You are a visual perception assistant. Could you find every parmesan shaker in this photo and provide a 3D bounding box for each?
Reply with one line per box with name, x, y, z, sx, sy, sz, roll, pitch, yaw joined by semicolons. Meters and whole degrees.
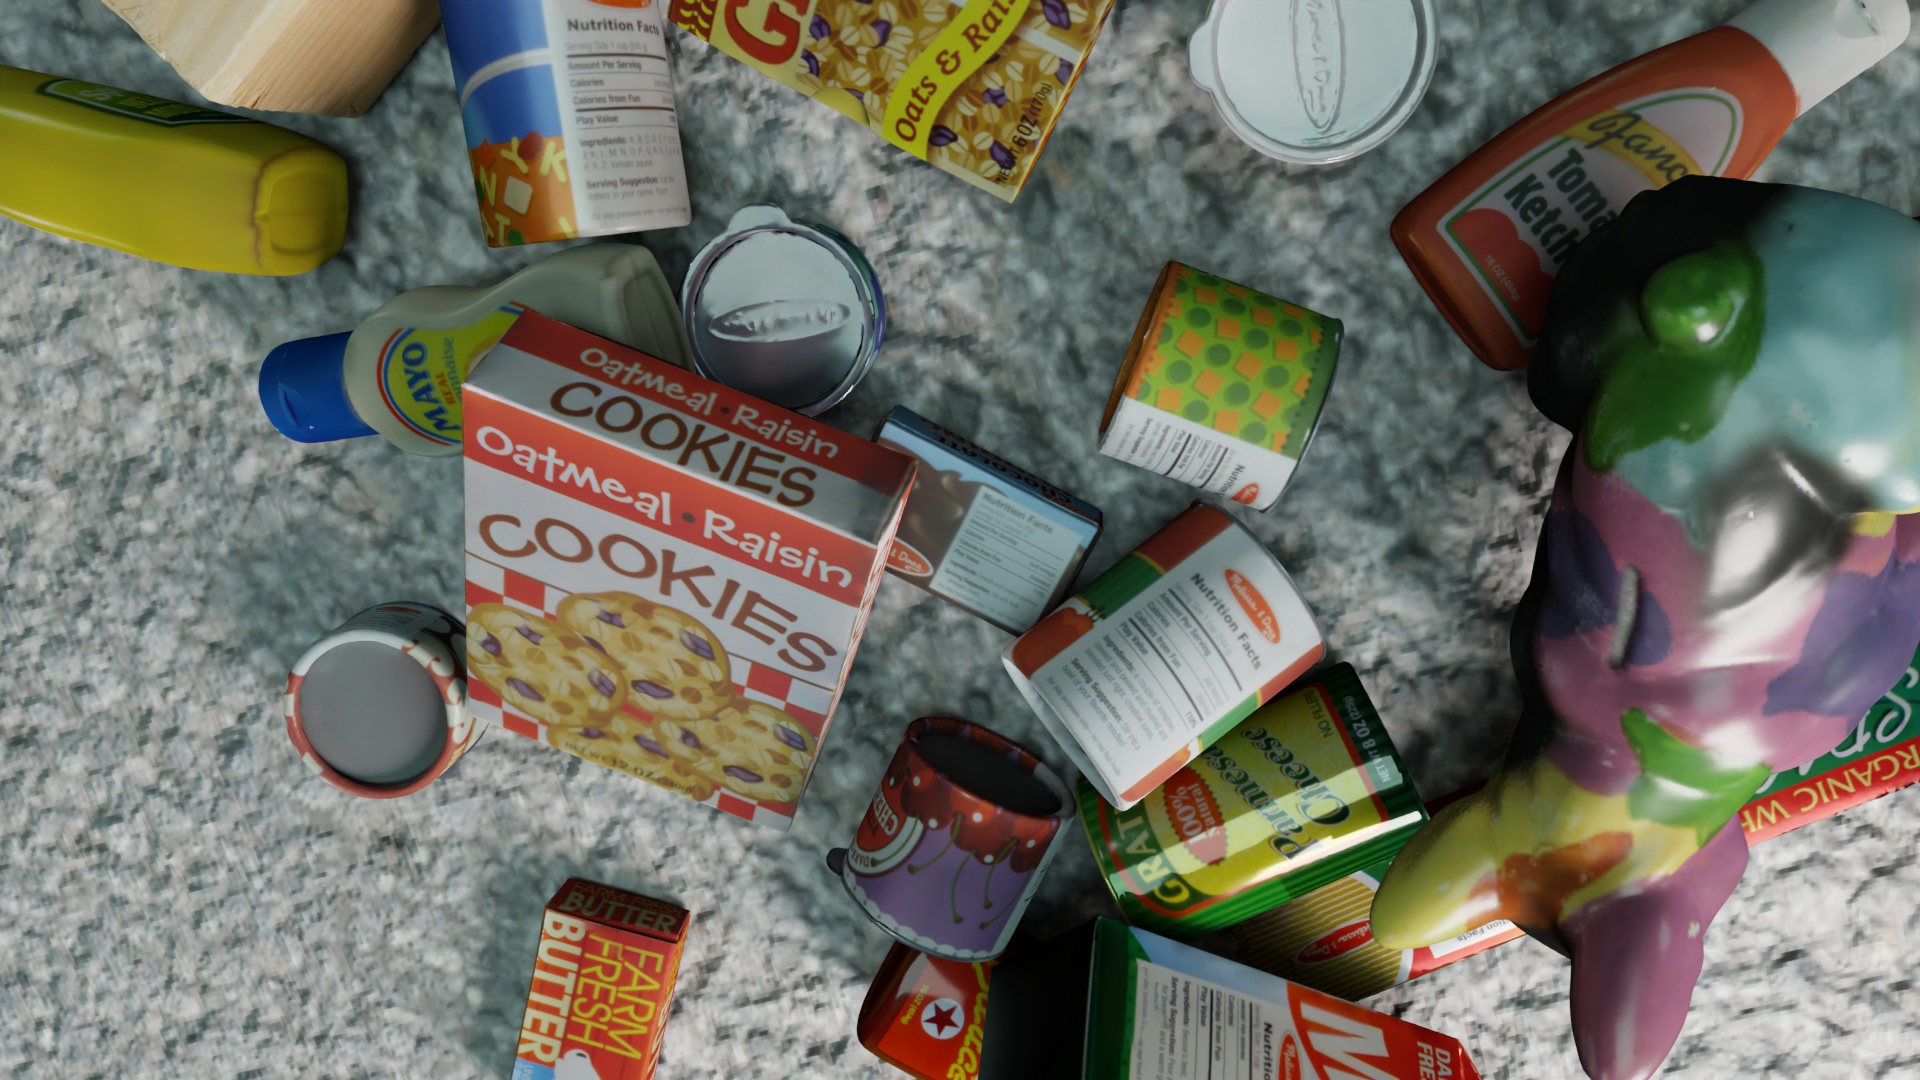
parmesan shaker;0.099;0.089;0.476;0.103;0.071;0.071;-27;100;10

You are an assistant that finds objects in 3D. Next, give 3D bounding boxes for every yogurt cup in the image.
yogurt cup;0.105;-0.149;0.424;0.072;0.054;0.072;1;104;4

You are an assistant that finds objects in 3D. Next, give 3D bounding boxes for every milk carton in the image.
milk carton;0.104;0.196;0.465;0.190;0.074;0.072;23;141;-17

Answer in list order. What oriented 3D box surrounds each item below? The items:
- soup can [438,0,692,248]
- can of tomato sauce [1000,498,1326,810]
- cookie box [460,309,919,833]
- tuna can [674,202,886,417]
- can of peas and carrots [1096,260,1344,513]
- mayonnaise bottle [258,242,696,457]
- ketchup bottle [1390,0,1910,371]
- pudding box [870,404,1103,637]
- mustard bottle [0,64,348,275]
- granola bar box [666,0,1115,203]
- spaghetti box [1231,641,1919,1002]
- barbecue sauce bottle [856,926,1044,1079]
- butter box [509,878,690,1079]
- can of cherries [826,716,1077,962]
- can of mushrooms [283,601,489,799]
soup can;-0.126;-0.138;0.440;0.071;0.071;0.083;-5;103;6
can of tomato sauce;0.065;0.037;0.453;0.083;0.071;0.071;-37;99;-7
cookie box;-0.093;0.018;0.445;0.123;0.040;0.166;21;137;0
tuna can;-0.059;-0.077;0.464;0.071;0.033;0.071;1;104;4
can of peas and carrots;0.082;-0.051;0.444;0.059;0.071;0.070;20;104;0
mayonnaise bottle;-0.162;-0.056;0.456;0.148;0.041;0.064;-5;115;21
ketchup bottle;0.211;-0.120;0.428;0.148;0.043;0.064;-37;98;11
pudding box;0.002;-0.006;0.478;0.084;0.030;0.049;27;105;-2
mustard bottle;-0.287;-0.126;0.456;0.160;0.065;0.048;14;108;5
granola bar box;-0.005;-0.191;0.387;0.124;0.039;0.164;27;138;-2
spaghetti box;0.217;0.100;0.487;0.250;0.029;0.050;-25;100;10
barbecue sauce bottle;0.039;0.191;0.514;0.148;0.044;0.064;30;98;-3
butter box;-0.141;0.186;0.537;0.053;0.024;0.103;15;104;1
can of cherries;-0.003;0.102;0.484;0.071;0.072;0.058;25;104;-2
can of mushrooms;-0.207;0.061;0.508;0.071;0.033;0.071;1;103;4
